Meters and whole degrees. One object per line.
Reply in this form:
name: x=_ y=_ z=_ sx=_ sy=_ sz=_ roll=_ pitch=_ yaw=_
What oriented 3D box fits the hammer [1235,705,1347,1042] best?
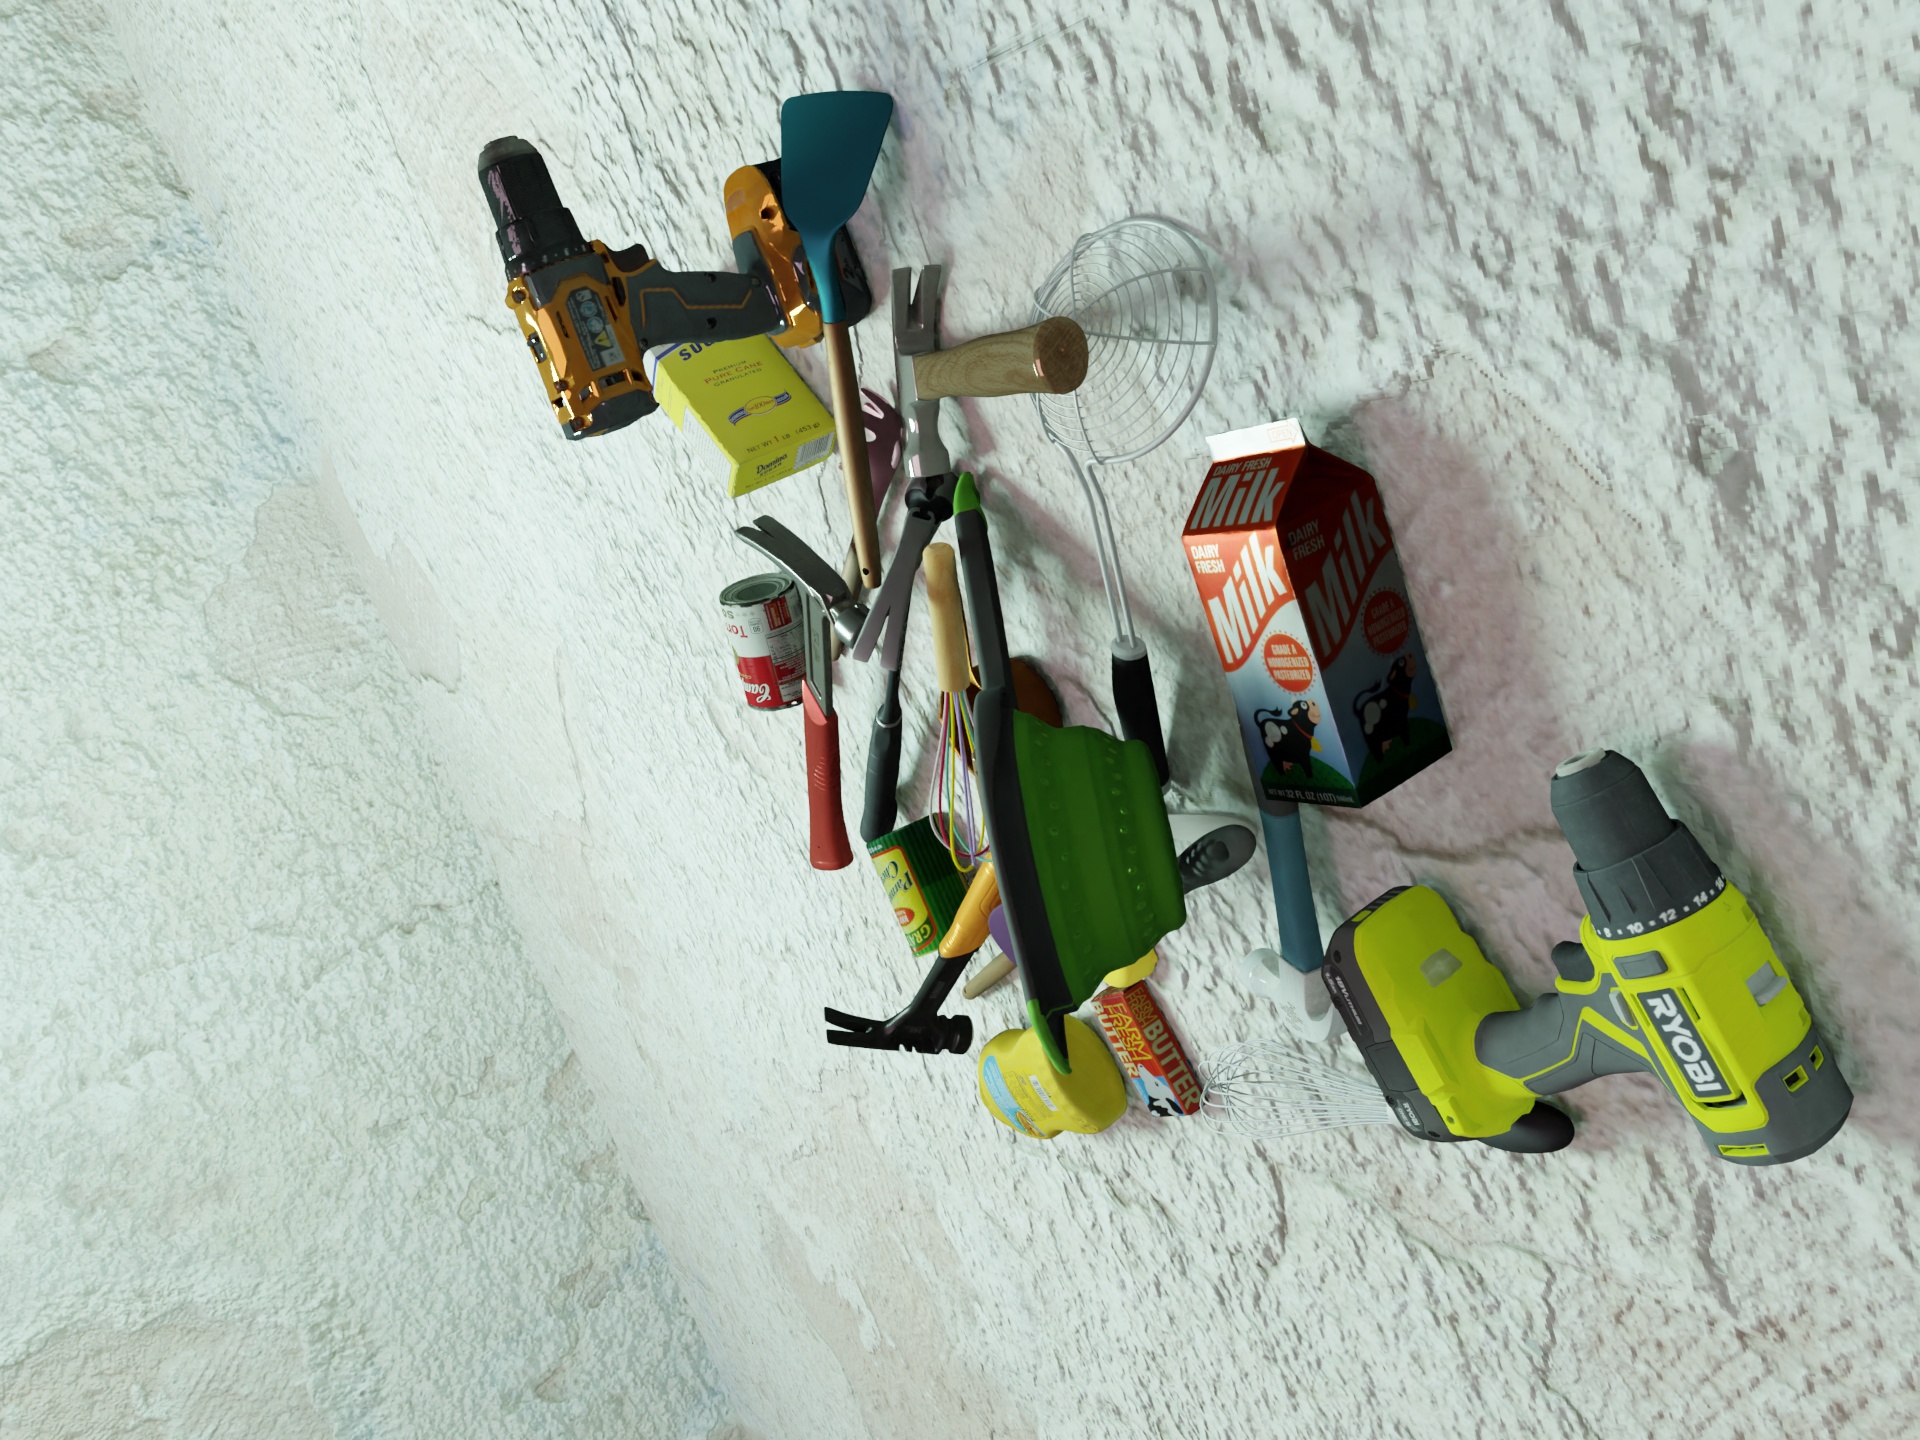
hammer: x=0.178 y=0.037 z=0.905 sx=0.128 sy=0.033 sz=0.330 roll=-142 pitch=36 yaw=-65

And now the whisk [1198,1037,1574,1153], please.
whisk: x=0.247 y=0.231 z=0.963 sx=0.284 sy=0.070 sz=0.070 roll=-10 pitch=106 yaw=56

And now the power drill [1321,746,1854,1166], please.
power drill: x=0.286 y=0.121 z=0.774 sx=0.190 sy=0.080 sz=0.228 roll=61 pitch=149 yaw=2

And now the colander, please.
colander: x=0.064 y=0.004 z=0.954 sx=0.204 sy=0.094 sz=0.398 roll=66 pitch=-167 yaw=-59

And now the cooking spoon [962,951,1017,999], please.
cooking spoon: x=0.048 y=0.182 z=1.265 sx=0.318 sy=0.017 sz=0.069 roll=124 pitch=139 yaw=-63

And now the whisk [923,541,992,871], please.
whisk: x=-0.002 y=-0.002 z=1.070 sx=0.051 sy=0.047 sz=0.244 roll=29 pitch=134 yaw=48

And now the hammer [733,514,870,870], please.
hammer: x=-0.121 y=0.001 z=1.316 sx=0.149 sy=0.037 sz=0.358 roll=42 pitch=149 yaw=29

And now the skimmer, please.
skimmer: x=0.109 y=-0.104 z=0.920 sx=0.127 sy=0.090 sz=0.362 roll=32 pitch=150 yaw=41

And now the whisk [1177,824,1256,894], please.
whisk: x=0.135 y=0.104 z=1.002 sx=0.055 sy=0.055 sz=0.239 roll=57 pitch=160 yaw=9

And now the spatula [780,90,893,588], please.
spatula: x=-0.070 y=-0.237 z=1.032 sx=0.082 sy=0.044 sz=0.317 roll=9 pitch=121 yaw=27

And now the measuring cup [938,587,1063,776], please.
measuring cup: x=0.024 y=-0.038 z=1.097 sx=0.095 sy=0.052 sz=0.173 roll=21 pitch=130 yaw=51

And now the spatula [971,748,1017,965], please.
spatula: x=0.033 y=0.108 z=1.097 sx=0.060 sy=0.018 sz=0.315 roll=22 pitch=152 yaw=22

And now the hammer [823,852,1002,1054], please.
hammer: x=0.000 y=0.159 z=1.224 sx=0.336 sy=0.127 sz=0.034 roll=118 pitch=153 yaw=-43

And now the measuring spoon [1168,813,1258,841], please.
measuring spoon: x=0.147 y=0.066 z=1.026 sx=0.124 sy=0.018 sz=0.034 roll=0 pitch=113 yaw=52

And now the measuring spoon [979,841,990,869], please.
measuring spoon: x=0.025 y=0.126 z=1.286 sx=0.021 sy=0.011 sz=0.116 roll=57 pitch=156 yaw=26

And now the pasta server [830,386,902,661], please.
pasta server: x=-0.083 y=-0.133 z=1.206 sx=0.040 sy=0.060 sz=0.316 roll=19 pitch=149 yaw=-2

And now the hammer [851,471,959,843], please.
hammer: x=-0.053 y=-0.008 z=1.203 sx=0.036 sy=0.149 sz=0.408 roll=16 pitch=149 yaw=3

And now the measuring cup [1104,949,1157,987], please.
measuring cup: x=0.103 y=0.124 z=1.127 sx=0.062 sy=0.029 sz=0.156 roll=27 pitch=137 yaw=48

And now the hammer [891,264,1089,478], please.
hammer: x=0.007 y=-0.199 z=0.890 sx=0.331 sy=0.031 sz=0.130 roll=-146 pitch=47 yaw=-73

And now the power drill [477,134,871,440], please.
power drill: x=-0.188 y=-0.302 z=1.029 sx=0.084 sy=0.226 sz=0.185 roll=1 pitch=115 yaw=59
